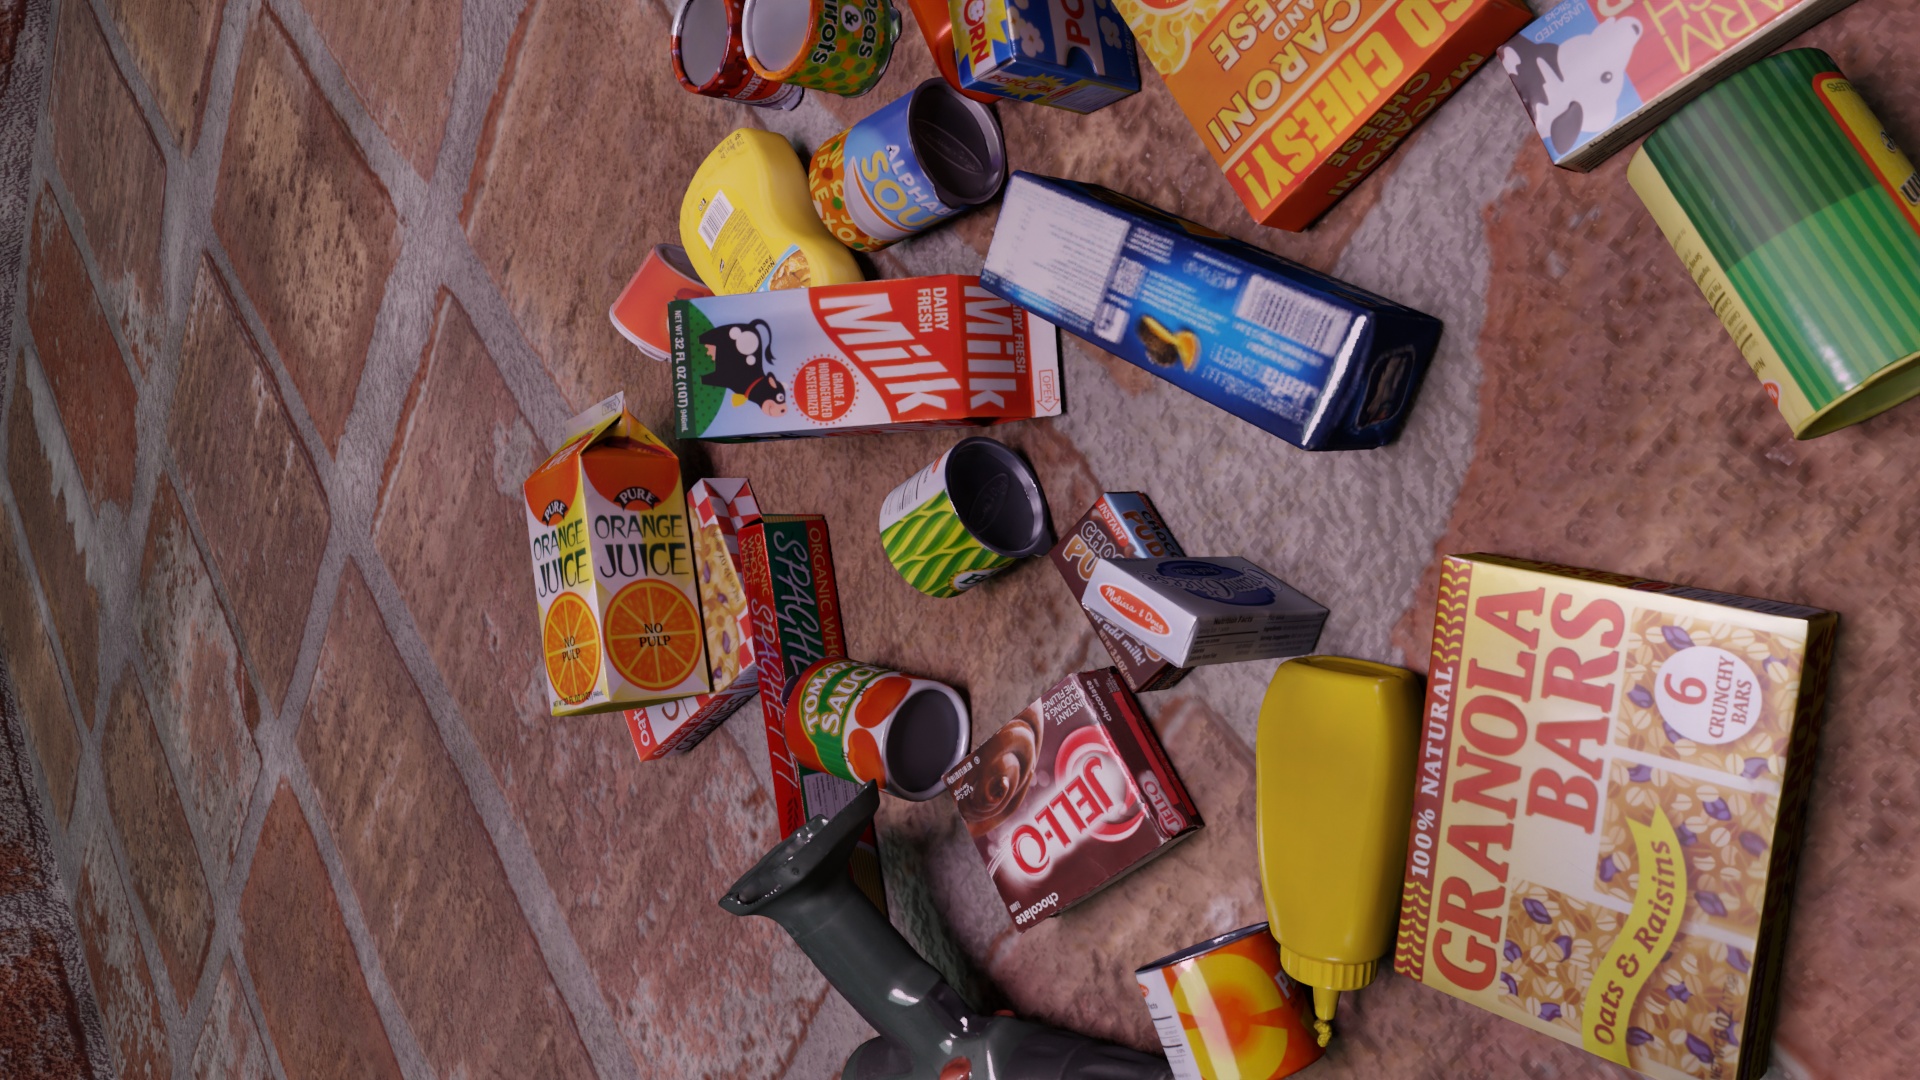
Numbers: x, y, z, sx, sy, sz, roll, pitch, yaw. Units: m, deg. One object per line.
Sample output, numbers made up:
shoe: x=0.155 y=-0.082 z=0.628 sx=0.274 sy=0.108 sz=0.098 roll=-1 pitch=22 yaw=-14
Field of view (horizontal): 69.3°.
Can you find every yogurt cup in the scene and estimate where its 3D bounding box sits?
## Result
yogurt cup: x=-0.182 y=-0.152 z=0.886 sx=0.072 sy=0.072 sz=0.053 roll=49 pitch=117 yaw=32

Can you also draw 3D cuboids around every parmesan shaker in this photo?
parmesan shaker: x=0.263 y=-0.092 z=0.428 sx=0.071 sy=0.071 sz=0.103 roll=-39 pitch=66 yaw=40

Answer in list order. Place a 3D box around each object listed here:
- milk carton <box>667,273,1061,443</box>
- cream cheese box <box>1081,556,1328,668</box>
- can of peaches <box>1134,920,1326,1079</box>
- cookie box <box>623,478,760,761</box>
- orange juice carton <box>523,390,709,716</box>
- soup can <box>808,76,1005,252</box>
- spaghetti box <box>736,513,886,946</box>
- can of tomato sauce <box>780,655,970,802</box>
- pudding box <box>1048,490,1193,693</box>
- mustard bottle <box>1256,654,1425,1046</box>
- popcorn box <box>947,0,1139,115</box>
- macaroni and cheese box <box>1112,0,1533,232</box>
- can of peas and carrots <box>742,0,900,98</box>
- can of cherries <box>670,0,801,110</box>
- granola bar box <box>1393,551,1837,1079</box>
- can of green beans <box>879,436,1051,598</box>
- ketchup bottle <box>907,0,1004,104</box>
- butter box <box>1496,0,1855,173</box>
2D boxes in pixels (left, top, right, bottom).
milk carton: x=-0.045 y=-0.091 z=0.709 sx=0.190 sy=0.073 sz=0.072 roll=-4 pitch=91 yaw=10
cream cheese box: x=0.103 y=0.028 z=0.576 sx=0.053 sy=0.104 sz=0.024 roll=35 pitch=113 yaw=38
can of peaches: x=0.119 y=0.202 z=0.600 sx=0.071 sy=0.071 sz=0.058 roll=-34 pitch=69 yaw=41
cookie box: x=-0.175 y=0.054 z=0.908 sx=0.166 sy=0.040 sz=0.123 roll=-40 pitch=65 yaw=38
orange juice carton: x=-0.218 y=0.008 z=0.867 sx=0.071 sy=0.073 sz=0.193 roll=-17 pitch=79 yaw=44
soup can: x=-0.029 y=-0.191 z=0.722 sx=0.083 sy=0.071 sz=0.071 roll=-13 pitch=83 yaw=46
spaghetti box: x=-0.087 y=0.108 z=0.814 sx=0.028 sy=0.050 sz=0.250 roll=-16 pitch=81 yaw=44
can of tomato sauce: x=-0.047 y=0.101 z=0.759 sx=0.083 sy=0.071 sz=0.071 roll=8 pitch=98 yaw=44
pudding box: x=0.083 y=0.023 z=0.649 sx=0.049 sy=0.030 sz=0.084 roll=-48 pitch=60 yaw=35
mustard bottle: x=0.153 y=0.129 z=0.570 sx=0.065 sy=0.049 sz=0.160 roll=10 pitch=100 yaw=45
popcorn box: x=0.033 y=-0.268 z=0.641 sx=0.038 sy=0.085 sz=0.126 roll=-13 pitch=84 yaw=47
macaroni and cheese box: x=0.135 y=-0.231 z=0.572 sx=0.123 sy=0.040 sz=0.167 roll=-44 pitch=62 yaw=38
can of peas and carrots: x=-0.078 y=-0.285 z=0.773 sx=0.071 sy=0.059 sz=0.071 roll=5 pitch=97 yaw=46
can of cherries: x=-0.130 y=-0.293 z=0.826 sx=0.071 sy=0.058 sz=0.071 roll=3 pitch=95 yaw=46
granola bar box: x=0.229 y=0.095 z=0.498 sx=0.124 sy=0.039 sz=0.165 roll=12 pitch=101 yaw=44
can of green beans: x=0.001 y=-0.011 z=0.705 sx=0.057 sy=0.071 sz=0.071 roll=-33 pitch=70 yaw=43
ketchup bottle: x=-0.011 y=-0.292 z=0.706 sx=0.043 sy=0.064 sz=0.149 roll=-31 pitch=60 yaw=18
butter box: x=0.243 y=-0.178 z=0.476 sx=0.103 sy=0.024 sz=0.053 roll=-34 pitch=70 yaw=42
